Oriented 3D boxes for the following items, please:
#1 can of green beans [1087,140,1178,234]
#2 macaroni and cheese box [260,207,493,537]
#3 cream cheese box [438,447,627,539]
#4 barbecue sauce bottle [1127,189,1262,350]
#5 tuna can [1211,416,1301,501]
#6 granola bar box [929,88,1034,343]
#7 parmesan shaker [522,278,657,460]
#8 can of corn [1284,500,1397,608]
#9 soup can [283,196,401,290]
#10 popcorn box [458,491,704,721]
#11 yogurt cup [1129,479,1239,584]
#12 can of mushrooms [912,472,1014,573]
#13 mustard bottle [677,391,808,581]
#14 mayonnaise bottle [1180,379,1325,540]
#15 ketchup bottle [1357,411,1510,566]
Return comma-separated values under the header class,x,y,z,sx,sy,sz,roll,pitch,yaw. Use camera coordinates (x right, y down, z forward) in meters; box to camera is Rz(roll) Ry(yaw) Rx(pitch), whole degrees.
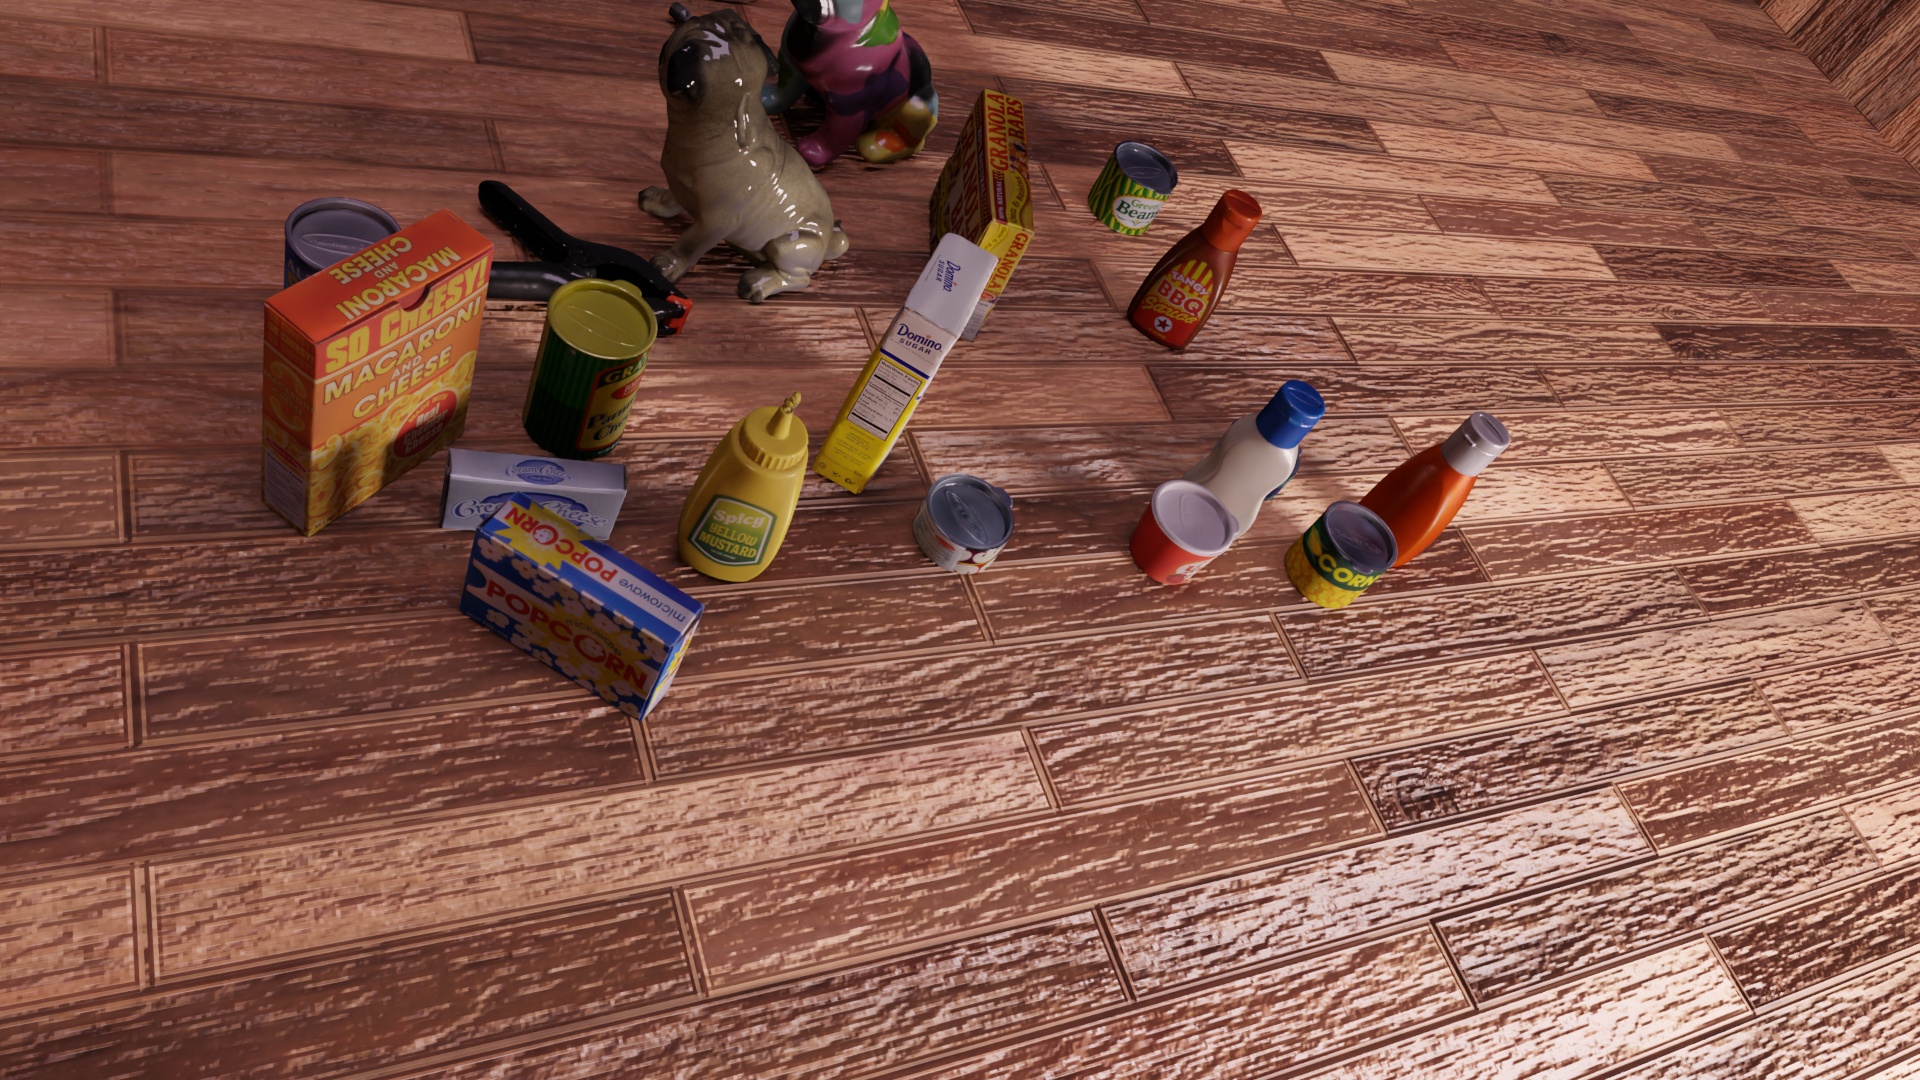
class,x,y,z,sx,sy,sz,roll,pitch,yaw
can of green beans,0.159,-0.326,1.287,0.071,0.057,0.071,14,50,-17
macaroni and cheese box,-0.328,-0.092,0.781,0.040,0.165,0.124,38,47,4
cream cheese box,-0.259,-0.027,0.841,0.104,0.053,0.024,5,53,-24
barbecue sauce bottle,0.200,-0.229,1.170,0.065,0.147,0.044,31,47,-2
tuna can,0.244,-0.067,1.144,0.071,0.032,0.071,14,50,-17
granola bar box,0.013,-0.262,1.117,0.039,0.123,0.166,13,50,-18
parmesan shaker,-0.235,-0.108,0.884,0.071,0.102,0.072,14,50,-17
can of corn,0.298,0.014,1.090,0.071,0.058,0.071,14,50,-17
soup can,-0.383,-0.157,0.860,0.071,0.083,0.072,14,50,-17
popcorn box,-0.216,0.039,0.790,0.127,0.084,0.038,32,47,-1
yogurt cup,0.162,-0.004,1.038,0.072,0.053,0.073,14,50,-17
can of mushrooms,0.003,-0.012,0.977,0.071,0.033,0.071,14,50,-17
mustard bottle,-0.127,-0.036,0.843,0.065,0.159,0.049,19,49,-13
mayonnaise bottle,0.220,-0.060,1.048,0.065,0.147,0.041,27,47,-6
ketchup bottle,0.378,-0.043,1.114,0.044,0.148,0.065,-14,63,-35
